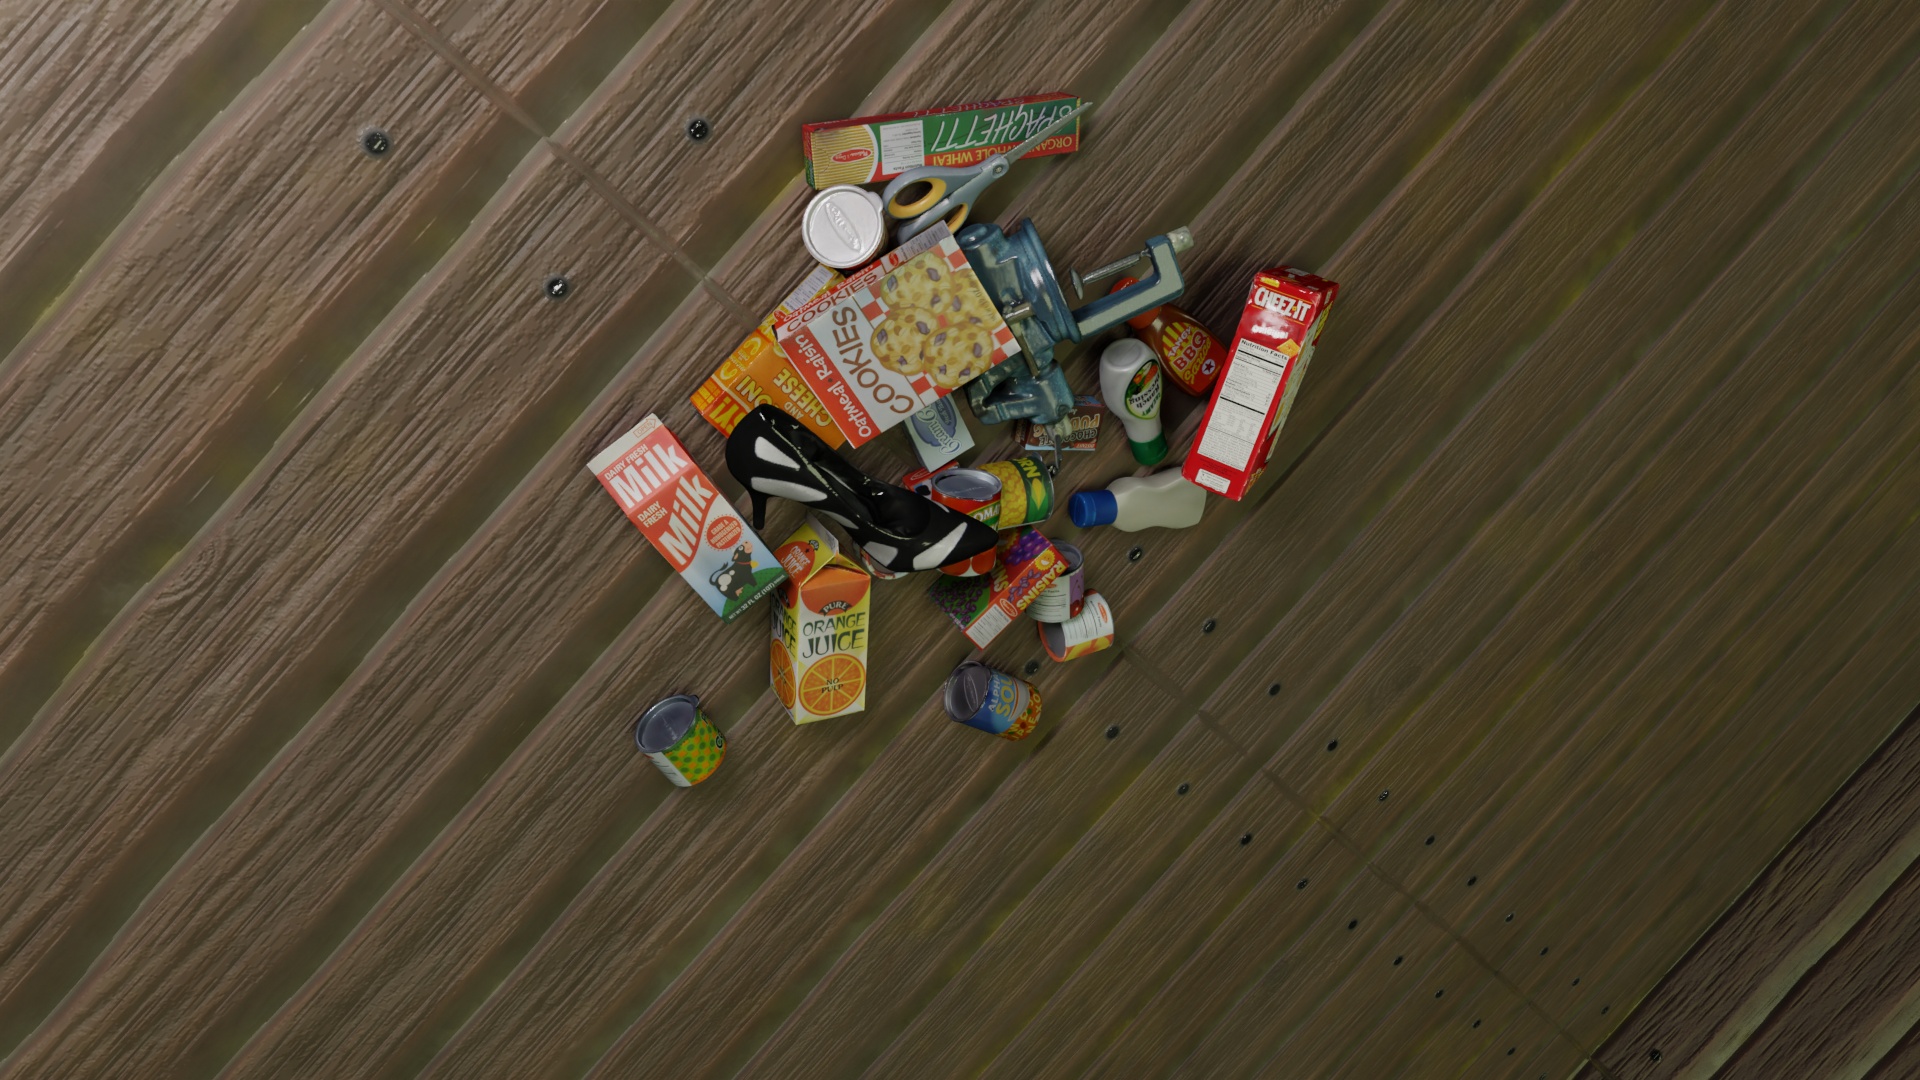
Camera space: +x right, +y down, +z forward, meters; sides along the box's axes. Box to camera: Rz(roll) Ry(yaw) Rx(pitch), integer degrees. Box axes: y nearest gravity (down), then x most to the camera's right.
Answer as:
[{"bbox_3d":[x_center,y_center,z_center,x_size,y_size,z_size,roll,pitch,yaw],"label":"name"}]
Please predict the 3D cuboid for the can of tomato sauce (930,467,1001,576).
[{"bbox_3d":[0.005,-0.016,1.303,0.071,0.071,0.082,-10,120,-25],"label":"can of tomato sauce"}]

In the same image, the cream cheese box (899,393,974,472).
[{"bbox_3d":[-0.030,-0.117,1.289,0.053,0.024,0.103,-34,127,-8],"label":"cream cheese box"}]

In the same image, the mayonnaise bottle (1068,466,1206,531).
[{"bbox_3d":[0.185,-0.039,1.446,0.148,0.041,0.064,-7,118,-25],"label":"mayonnaise bottle"}]

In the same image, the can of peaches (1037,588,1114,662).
[{"bbox_3d":[0.120,0.091,1.465,0.058,0.071,0.071,-15,123,-22],"label":"can of peaches"}]

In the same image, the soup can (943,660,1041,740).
[{"bbox_3d":[0.036,0.167,1.456,0.084,0.071,0.071,25,102,-38],"label":"soup can"}]

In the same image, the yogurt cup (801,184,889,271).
[{"bbox_3d":[-0.091,-0.254,1.146,0.072,0.072,0.054,-53,171,5],"label":"yogurt cup"}]

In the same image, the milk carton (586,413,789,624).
[{"bbox_3d":[-0.235,-0.023,1.192,0.072,0.073,0.190,-40,128,-4],"label":"milk carton"}]

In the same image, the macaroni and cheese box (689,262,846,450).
[{"bbox_3d":[-0.133,-0.140,1.208,0.166,0.040,0.123,-46,129,-1],"label":"macaroni and cheese box"}]

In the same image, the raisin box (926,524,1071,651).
[{"bbox_3d":[0.037,0.038,1.374,0.123,0.086,0.040,-44,127,-1],"label":"raisin box"}]

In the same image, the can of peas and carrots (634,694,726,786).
[{"bbox_3d":[-0.259,0.186,1.298,0.071,0.071,0.058,-37,129,-7],"label":"can of peas and carrots"}]

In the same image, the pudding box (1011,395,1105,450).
[{"bbox_3d":[0.096,-0.115,1.359,0.084,0.030,0.049,-1,117,-29],"label":"pudding box"}]

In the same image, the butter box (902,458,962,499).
[{"bbox_3d":[-0.016,-0.027,1.346,0.053,0.024,0.103,-28,126,-15],"label":"butter box"}]

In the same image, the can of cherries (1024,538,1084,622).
[{"bbox_3d":[0.095,0.041,1.424,0.072,0.072,0.058,-19,125,-20],"label":"can of cherries"}]

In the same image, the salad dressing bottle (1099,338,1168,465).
[{"bbox_3d":[0.175,-0.134,1.371,0.064,0.044,0.147,-46,142,-17],"label":"salad dressing bottle"}]

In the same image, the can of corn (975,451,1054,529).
[{"bbox_3d":[0.050,-0.048,1.347,0.058,0.071,0.070,-11,121,-24],"label":"can of corn"}]

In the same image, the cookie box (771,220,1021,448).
[{"bbox_3d":[-0.053,-0.169,1.157,0.167,0.040,0.122,-30,124,6],"label":"cookie box"}]

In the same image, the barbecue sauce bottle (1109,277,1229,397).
[{"bbox_3d":[0.202,-0.203,1.363,0.148,0.044,0.065,34,93,-38],"label":"barbecue sauce bottle"}]

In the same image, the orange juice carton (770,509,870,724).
[{"bbox_3d":[-0.133,0.070,1.303,0.073,0.072,0.191,-10,121,-26],"label":"orange juice carton"}]

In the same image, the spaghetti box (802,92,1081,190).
[{"bbox_3d":[-0.012,-0.339,1.174,0.251,0.029,0.050,-15,122,-22],"label":"spaghetti box"}]

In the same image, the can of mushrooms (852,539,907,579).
[{"bbox_3d":[-0.069,0.001,1.326,0.071,0.033,0.070,-14,123,-23],"label":"can of mushrooms"}]
